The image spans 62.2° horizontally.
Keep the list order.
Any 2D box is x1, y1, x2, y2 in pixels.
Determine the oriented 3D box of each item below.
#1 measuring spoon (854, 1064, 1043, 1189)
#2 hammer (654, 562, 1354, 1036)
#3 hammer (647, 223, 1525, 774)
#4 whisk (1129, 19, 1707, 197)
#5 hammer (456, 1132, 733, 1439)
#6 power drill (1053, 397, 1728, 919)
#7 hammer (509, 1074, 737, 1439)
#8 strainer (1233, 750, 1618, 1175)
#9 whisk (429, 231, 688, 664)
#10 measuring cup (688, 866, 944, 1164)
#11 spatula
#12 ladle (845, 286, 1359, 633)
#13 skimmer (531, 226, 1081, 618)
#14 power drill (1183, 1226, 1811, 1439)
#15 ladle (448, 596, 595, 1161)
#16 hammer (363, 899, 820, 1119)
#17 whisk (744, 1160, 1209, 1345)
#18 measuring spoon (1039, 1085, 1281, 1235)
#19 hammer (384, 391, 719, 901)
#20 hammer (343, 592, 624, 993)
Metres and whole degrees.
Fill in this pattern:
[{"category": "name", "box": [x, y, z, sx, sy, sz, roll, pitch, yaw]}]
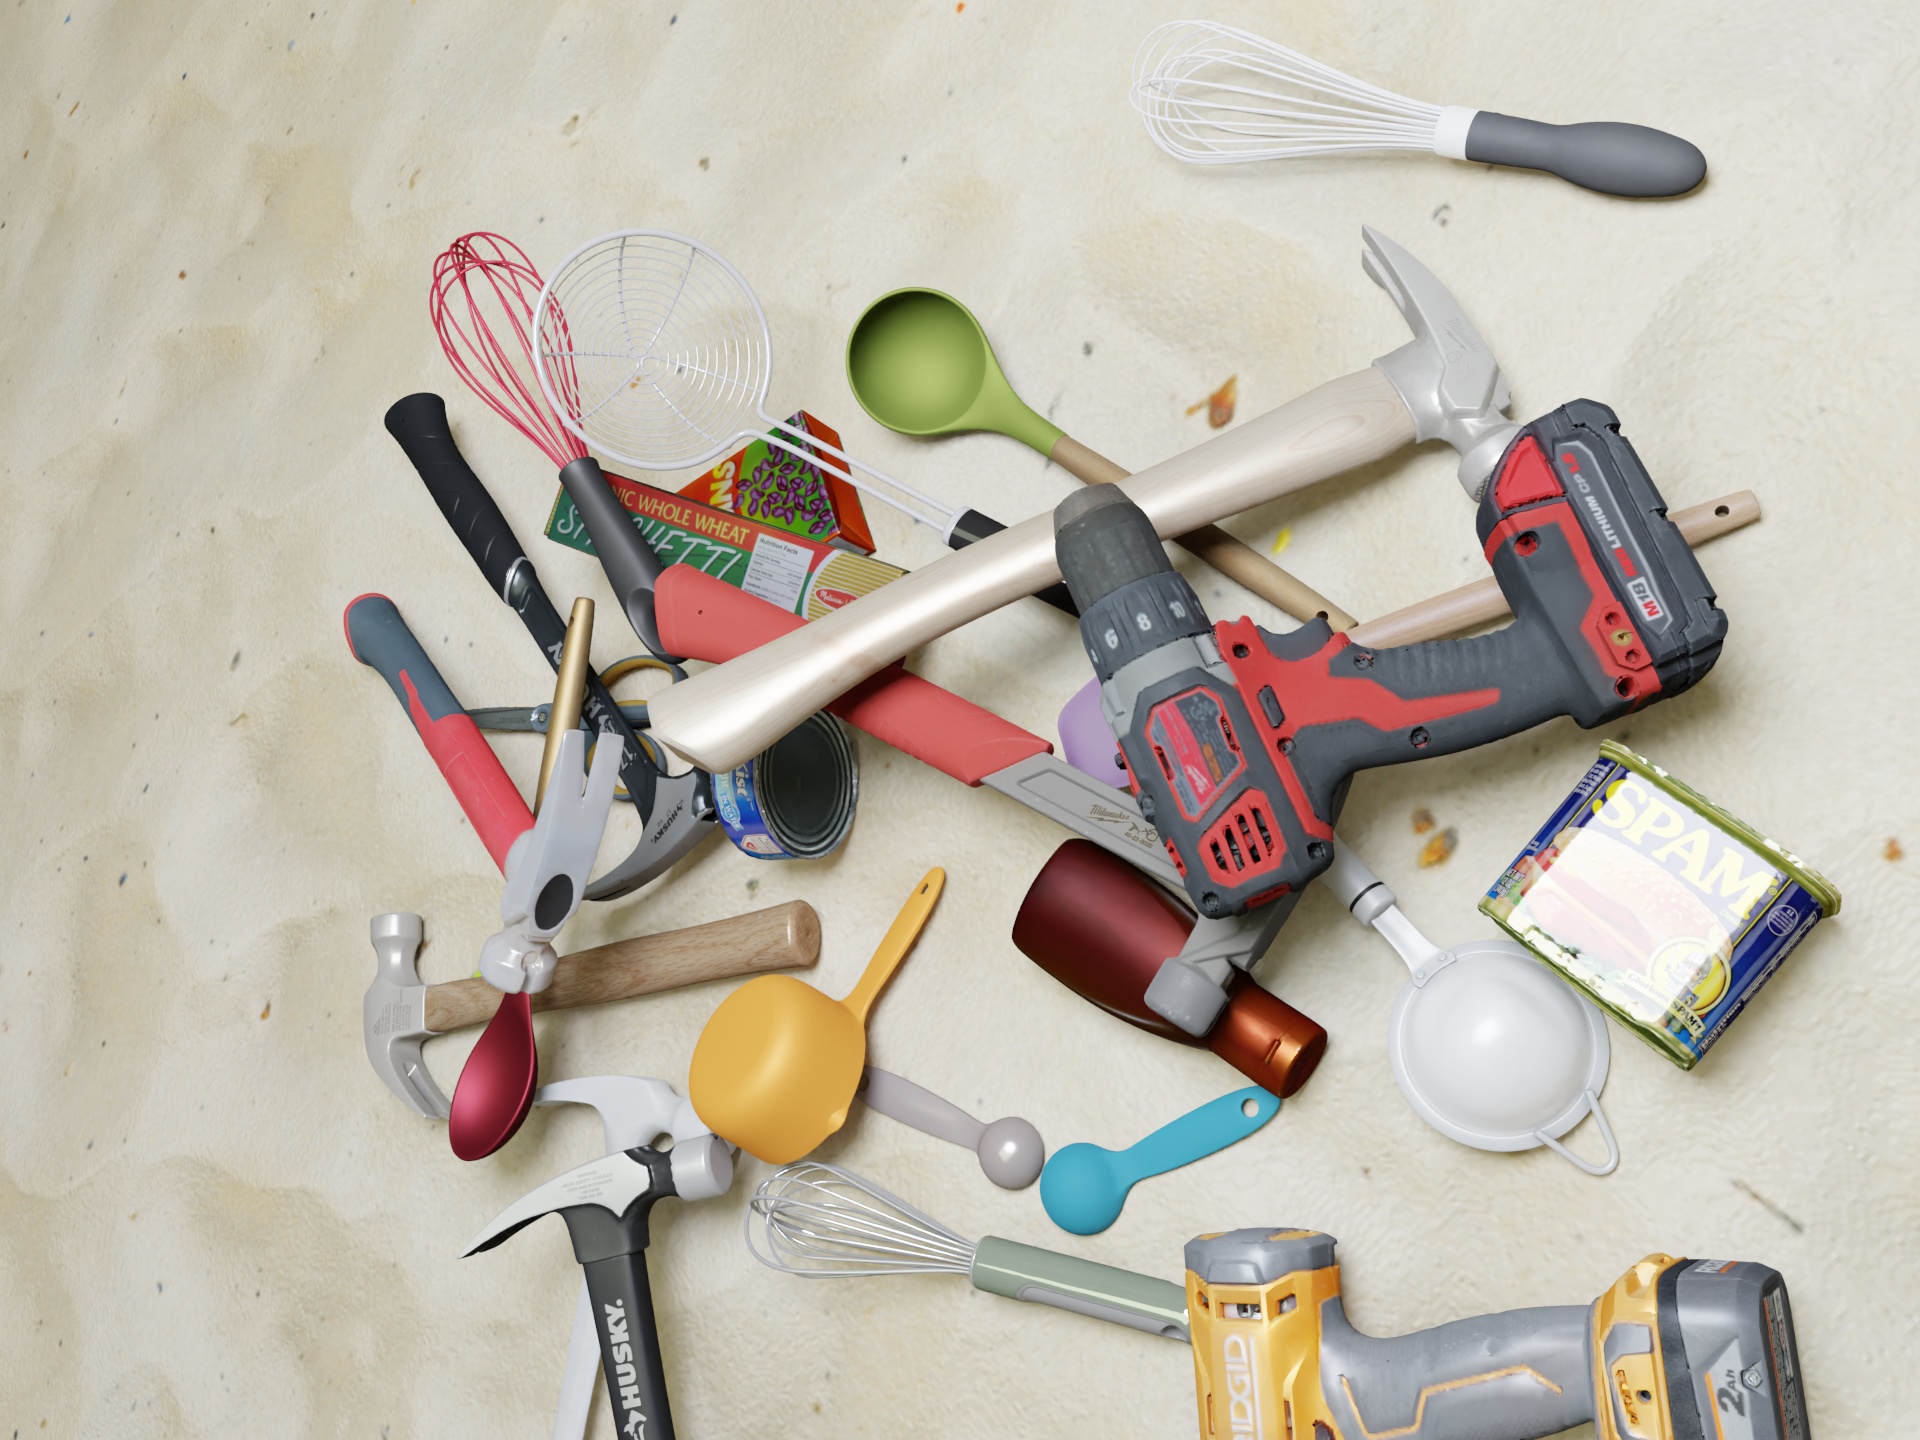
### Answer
[{"category": "measuring spoon", "box": [-0.014, 0.196, 0.784, 0.124, 0.018, 0.034, 16, 87, 34]}, {"category": "hammer", "box": [-0.001, -0.002, 0.749, 0.359, 0.036, 0.149, 27, 81, 26]}, {"category": "hammer", "box": [0.045, -0.089, 0.730, 0.410, 0.038, 0.146, -24, 64, 3]}, {"category": "whisk", "box": [0.204, -0.283, 0.750, 0.285, 0.070, 0.070, 22, 90, 29]}, {"category": "hammer", "box": [-0.154, 0.385, 0.784, 0.146, 0.035, 0.335, -16, 78, 13]}, {"category": "power drill", "box": [0.159, -0.045, 0.641, 0.226, 0.080, 0.188, -25, 76, 8]}, {"category": "hammer", "box": [-0.215, 0.392, 0.848, 0.144, 0.035, 0.405, 5, 81, 32]}, {"category": "strainer", "box": [0.181, 0.085, 0.681, 0.087, 0.050, 0.259, -39, 57, 0]}, {"category": "whisk", "box": [-0.220, -0.155, 0.883, 0.073, 0.073, 0.296, -36, 74, 19]}, {"category": "measuring cup", "box": [-0.073, 0.137, 0.802, 0.173, 0.052, 0.095, -56, 31, -3]}, {"category": "spatula", "box": [0.187, -0.039, 0.706, 0.316, 0.018, 0.060, -20, 75, 21]}, {"category": "ladle", "box": [0.063, -0.126, 0.796, 0.320, 0.062, 0.078, 38, 110, 30]}, {"category": "skimmer", "box": [-0.057, -0.136, 0.808, 0.363, 0.090, 0.127, 30, 80, 20]}, {"category": "power drill", "box": [0.195, 0.289, 0.600, 0.226, 0.084, 0.185, -11, 75, 33]}, {"category": "ladle", "box": [-0.237, 0.086, 0.887, 0.069, 0.031, 0.315, 4, 84, 44]}, {"category": "hammer", "box": [-0.222, 0.152, 0.914, 0.331, 0.031, 0.130, -15, 70, 28]}, {"category": "whisk", "box": [0.003, 0.252, 0.745, 0.246, 0.057, 0.059, 5, 47, 28]}, {"category": "measuring spoon", "box": [0.087, 0.195, 0.720, 0.128, 0.021, 0.042, -33, 63, 22]}, {"category": "hammer", "box": [-0.262, -0.067, 0.966, 0.149, 0.036, 0.409, -50, 59, 18]}, {"category": "hammer", "box": [-0.294, -0.006, 0.926, 0.387, 0.038, 0.143, 40, 114, 48]}]
